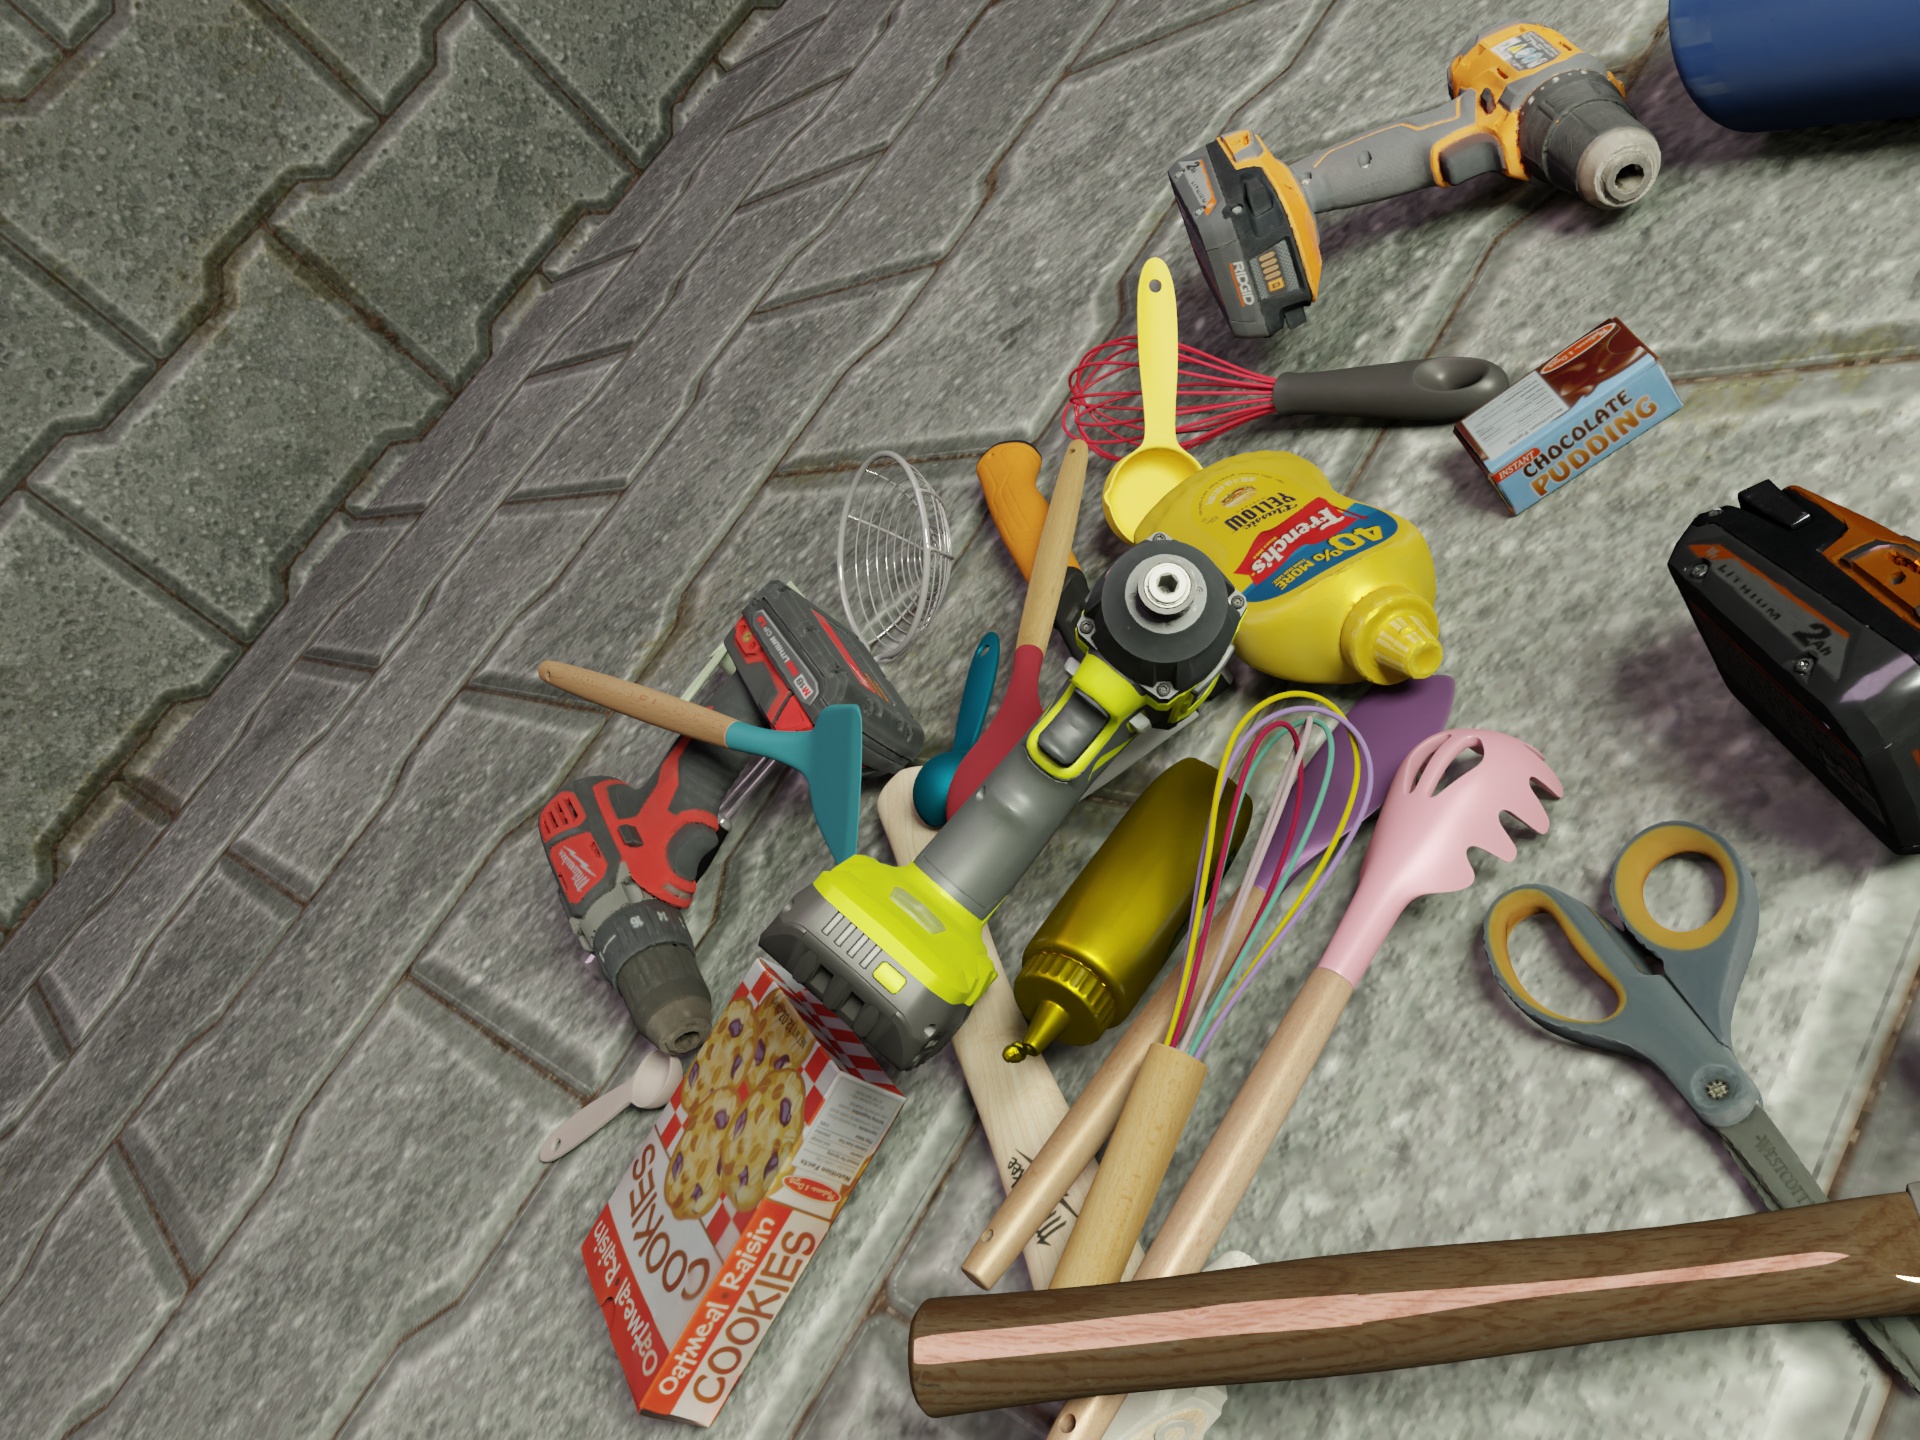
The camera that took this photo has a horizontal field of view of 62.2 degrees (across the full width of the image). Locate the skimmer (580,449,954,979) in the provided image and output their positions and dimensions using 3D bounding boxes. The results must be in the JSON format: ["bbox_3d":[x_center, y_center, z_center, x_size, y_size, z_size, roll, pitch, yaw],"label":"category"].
[{"bbox_3d":[-0.130,-0.002,0.982,0.363,0.090,0.127,-50,33,-6],"label":"skimmer"}]

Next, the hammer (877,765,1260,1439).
[{"bbox_3d":[0.008,0.146,0.691,0.146,0.038,0.411,-42,30,10],"label":"hammer"}]

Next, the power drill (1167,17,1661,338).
[{"bbox_3d":[0.238,-0.284,0.841,0.226,0.084,0.186,-21,36,10],"label":"power drill"}]

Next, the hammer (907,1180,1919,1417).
[{"bbox_3d":[0.138,0.162,0.437,0.331,0.031,0.130,-15,42,20],"label":"hammer"}]

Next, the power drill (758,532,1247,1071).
[{"bbox_3d":[0.026,0.027,0.633,0.223,0.080,0.171,-50,-9,-3],"label":"power drill"}]

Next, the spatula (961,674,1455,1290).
[{"bbox_3d":[0.102,0.086,0.611,0.316,0.018,0.060,-47,25,-24],"label":"spatula"}]

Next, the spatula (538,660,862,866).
[{"bbox_3d":[-0.143,0.002,0.842,0.318,0.044,0.082,16,107,42],"label":"spatula"}]

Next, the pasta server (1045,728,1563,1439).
[{"bbox_3d":[0.119,0.116,0.546,0.060,0.040,0.316,7,53,49],"label":"pasta server"}]

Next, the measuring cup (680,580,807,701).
[{"bbox_3d":[-0.144,-0.034,1.048,0.083,0.038,0.168,-37,13,32],"label":"measuring cup"}]

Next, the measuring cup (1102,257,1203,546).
[{"bbox_3d":[0.104,-0.169,0.861,0.029,0.062,0.156,-174,83,-80],"label":"measuring cup"}]

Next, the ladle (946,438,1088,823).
[{"bbox_3d":[0.042,-0.051,0.824,0.069,0.031,0.316,-17,38,28],"label":"ladle"}]

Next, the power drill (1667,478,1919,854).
[{"bbox_3d":[0.346,-0.074,0.488,0.226,0.084,0.164,-34,32,13],"label":"power drill"}]

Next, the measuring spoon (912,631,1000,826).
[{"bbox_3d":[-0.001,-0.003,0.820,0.042,0.021,0.129,-23,39,38],"label":"measuring spoon"}]

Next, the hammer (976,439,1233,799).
[{"bbox_3d":[0.048,-0.075,0.902,0.127,0.034,0.337,-38,31,13],"label":"hammer"}]

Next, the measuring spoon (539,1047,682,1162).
[{"bbox_3d":[-0.192,0.218,0.881,0.124,0.018,0.034,-37,37,29],"label":"measuring spoon"}]

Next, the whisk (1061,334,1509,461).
[{"bbox_3d":[0.162,-0.177,0.864,0.296,0.073,0.073,11,62,49],"label":"whisk"}]

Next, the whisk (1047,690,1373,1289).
[{"bbox_3d":[0.082,0.097,0.563,0.051,0.047,0.245,5,63,51],"label":"whisk"}]

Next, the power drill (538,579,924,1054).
[{"bbox_3d":[-0.130,0.055,0.884,0.226,0.080,0.188,-44,50,10],"label":"power drill"}]
